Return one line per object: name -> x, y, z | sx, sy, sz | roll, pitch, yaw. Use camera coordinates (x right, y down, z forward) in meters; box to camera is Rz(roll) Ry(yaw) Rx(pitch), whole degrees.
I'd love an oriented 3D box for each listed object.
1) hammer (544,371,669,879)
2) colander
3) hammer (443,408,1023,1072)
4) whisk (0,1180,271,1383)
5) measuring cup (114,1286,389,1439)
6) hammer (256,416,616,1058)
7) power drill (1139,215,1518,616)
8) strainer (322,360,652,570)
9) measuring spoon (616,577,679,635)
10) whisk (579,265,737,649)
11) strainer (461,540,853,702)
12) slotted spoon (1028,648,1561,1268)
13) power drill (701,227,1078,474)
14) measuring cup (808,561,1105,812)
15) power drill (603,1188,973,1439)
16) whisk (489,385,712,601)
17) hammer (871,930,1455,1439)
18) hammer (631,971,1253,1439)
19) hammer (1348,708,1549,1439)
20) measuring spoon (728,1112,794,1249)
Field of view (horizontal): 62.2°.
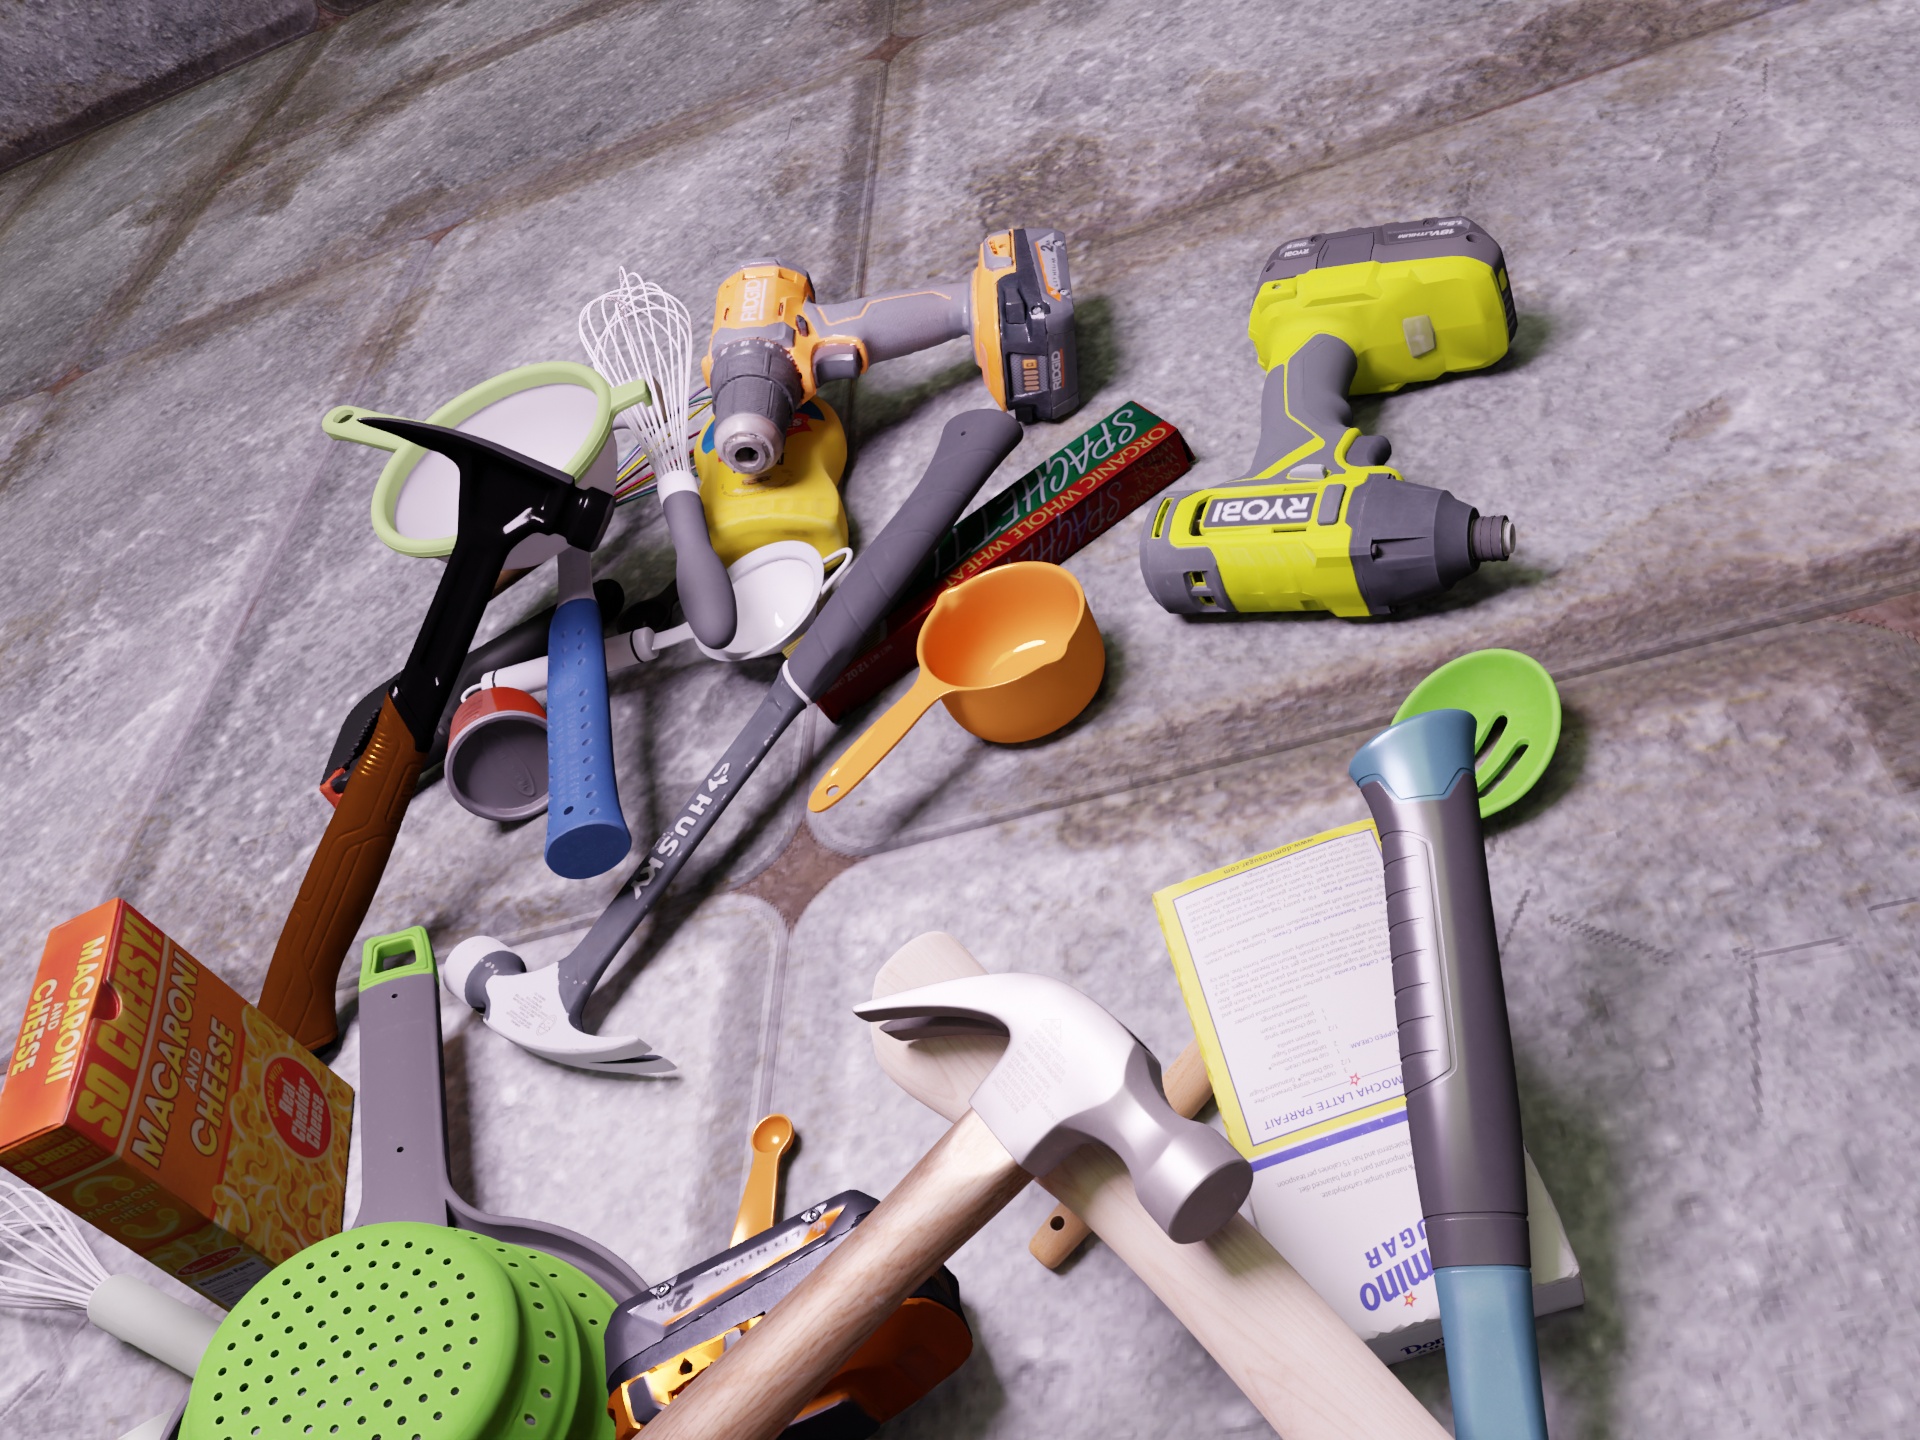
hammer -> -0.222, -0.065, 0.898 | 0.144, 0.035, 0.406 | -23, 42, 5
colander -> -0.226, 0.200, 0.624 | 0.204, 0.094, 0.398 | -14, 41, -10
hammer -> -0.091, -0.003, 0.804 | 0.149, 0.036, 0.409 | 20, 67, 42
whisk -> -0.401, 0.269, 0.742 | 0.246, 0.057, 0.059 | 8, 87, 31
measuring cup -> -0.287, 0.289, 0.649 | 0.038, 0.083, 0.167 | 42, 55, 21
hammer -> -0.294, 0.017, 0.801 | 0.337, 0.127, 0.034 | -67, 14, 5
power drill -> 0.200, -0.147, 0.796 | 0.171, 0.080, 0.223 | 1, 53, 31
strainer -> -0.288, -0.141, 0.929 | 0.256, 0.069, 0.151 | 18, 61, 39
measuring spoon -> -0.162, -0.085, 0.987 | 0.034, 0.018, 0.124 | 23, 55, 35
whisk -> -0.170, -0.157, 0.923 | 0.070, 0.070, 0.285 | -24, 59, 7
strainer -> -0.173, -0.046, 0.916 | 0.258, 0.050, 0.087 | -15, 47, 13
slotted spoon -> 0.133, 0.090, 0.627 | 0.314, 0.031, 0.070 | -46, 44, -16
power drill -> -0.044, -0.221, 0.962 | 0.226, 0.084, 0.186 | -4, 44, 3
measuring cup -> -0.001, -0.002, 0.780 | 0.173, 0.052, 0.095 | -44, 43, -14
power drill -> -0.021, 0.269, 0.495 | 0.164, 0.084, 0.227 | -27, 45, 2
whisk -> -0.230, -0.145, 1.048 | 0.245, 0.051, 0.047 | -41, 18, -22
hammer -> 0.108, 0.180, 0.440 | 0.146, 0.038, 0.411 | -50, 49, 0
hammer -> -0.069, 0.207, 0.484 | 0.331, 0.031, 0.130 | -44, 47, -2
hammer -> 0.153, 0.150, 0.477 | 0.128, 0.033, 0.331 | -8, 63, 18
measuring spoon -> -0.083, 0.214, 0.640 | 0.021, 0.011, 0.117 | -11, 47, 21
